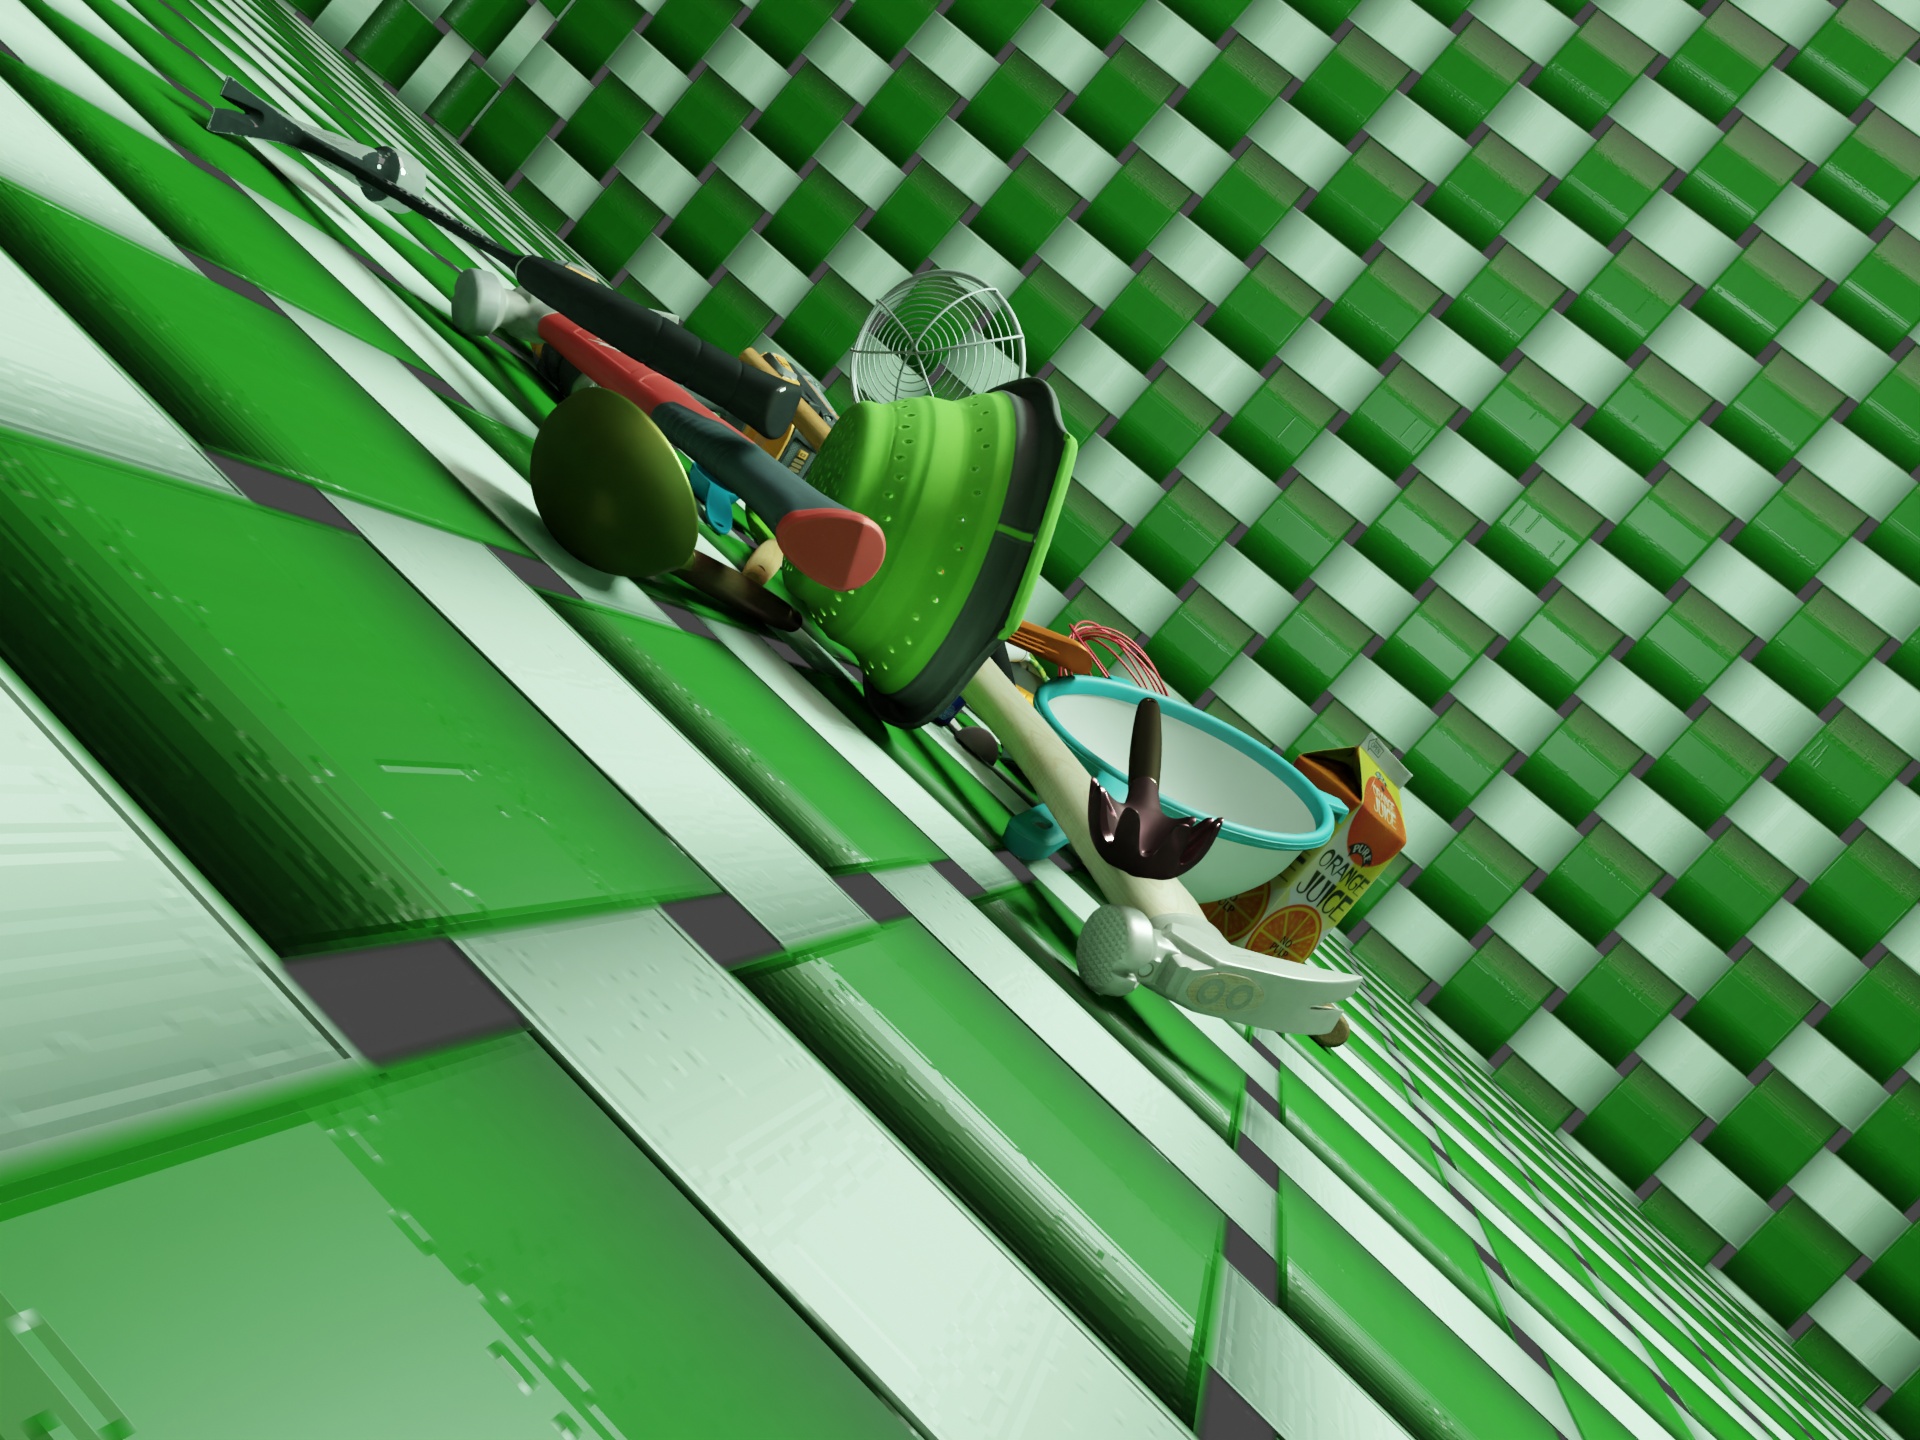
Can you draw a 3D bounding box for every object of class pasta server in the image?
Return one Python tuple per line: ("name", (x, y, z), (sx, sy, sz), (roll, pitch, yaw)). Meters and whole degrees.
("pasta server", (0.097, 0.022, 0.816), (0.060, 0.040, 0.316), (17, 15, 3))

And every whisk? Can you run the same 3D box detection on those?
("whisk", (0.167, 0.047, 1.200), (0.295, 0.073, 0.073), (53, 4, -8))

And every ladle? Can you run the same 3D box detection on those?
("ladle", (-0.114, -0.079, 0.746), (0.078, 0.062, 0.320), (43, 3, 11))

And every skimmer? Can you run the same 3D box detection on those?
("skimmer", (0.012, -0.135, 1.141), (0.090, 0.127, 0.362), (-66, 148, -46))

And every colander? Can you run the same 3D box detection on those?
("colander", (-0.063, -0.107, 0.934), (0.094, 0.204, 0.397), (20, -6, -19))

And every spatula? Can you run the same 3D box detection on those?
("spatula", (-0.035, -0.140, 1.069), (0.323, 0.041, 0.081), (48, -5, 9))

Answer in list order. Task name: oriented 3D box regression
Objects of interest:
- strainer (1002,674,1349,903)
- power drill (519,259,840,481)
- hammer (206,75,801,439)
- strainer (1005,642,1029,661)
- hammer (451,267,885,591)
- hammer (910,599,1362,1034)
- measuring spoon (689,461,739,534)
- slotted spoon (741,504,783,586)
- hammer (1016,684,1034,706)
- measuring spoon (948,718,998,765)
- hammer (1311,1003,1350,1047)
("strainer", (0.100, 0.069, 0.991), (0.211, 0.095, 0.340), (31, 22, 21))
("power drill", (-0.193, -0.228, 1.114), (0.226, 0.084, 0.186), (21, 24, -35))
("hammer", (-0.239, -0.247, 0.850), (0.409, 0.036, 0.149), (33, 12, 26))
("strainer", (0.006, -0.054, 1.259), (0.087, 0.050, 0.258), (66, 22, 8))
("hammer", (-0.141, -0.163, 0.857), (0.143, 0.038, 0.387), (2, 27, -40))
("hammer", (0.056, 0.028, 0.860), (0.146, 0.038, 0.411), (17, 20, -29))
("measuring spoon", (-0.173, -0.147, 1.107), (0.042, 0.021, 0.129), (30, 18, -21))
("slotted spoon", (-0.129, -0.114, 1.074), (0.070, 0.031, 0.314), (41, 7, -10))
("hammer", (0.117, 0.032, 1.328), (0.337, 0.034, 0.127), (33, -3, 2))
("measuring spoon", (-0.002, -0.004, 1.126), (0.034, 0.018, 0.124), (38, 6, -32))
("hammer", (0.263, 0.198, 1.330), (0.130, 0.031, 0.331), (41, 6, -7))
